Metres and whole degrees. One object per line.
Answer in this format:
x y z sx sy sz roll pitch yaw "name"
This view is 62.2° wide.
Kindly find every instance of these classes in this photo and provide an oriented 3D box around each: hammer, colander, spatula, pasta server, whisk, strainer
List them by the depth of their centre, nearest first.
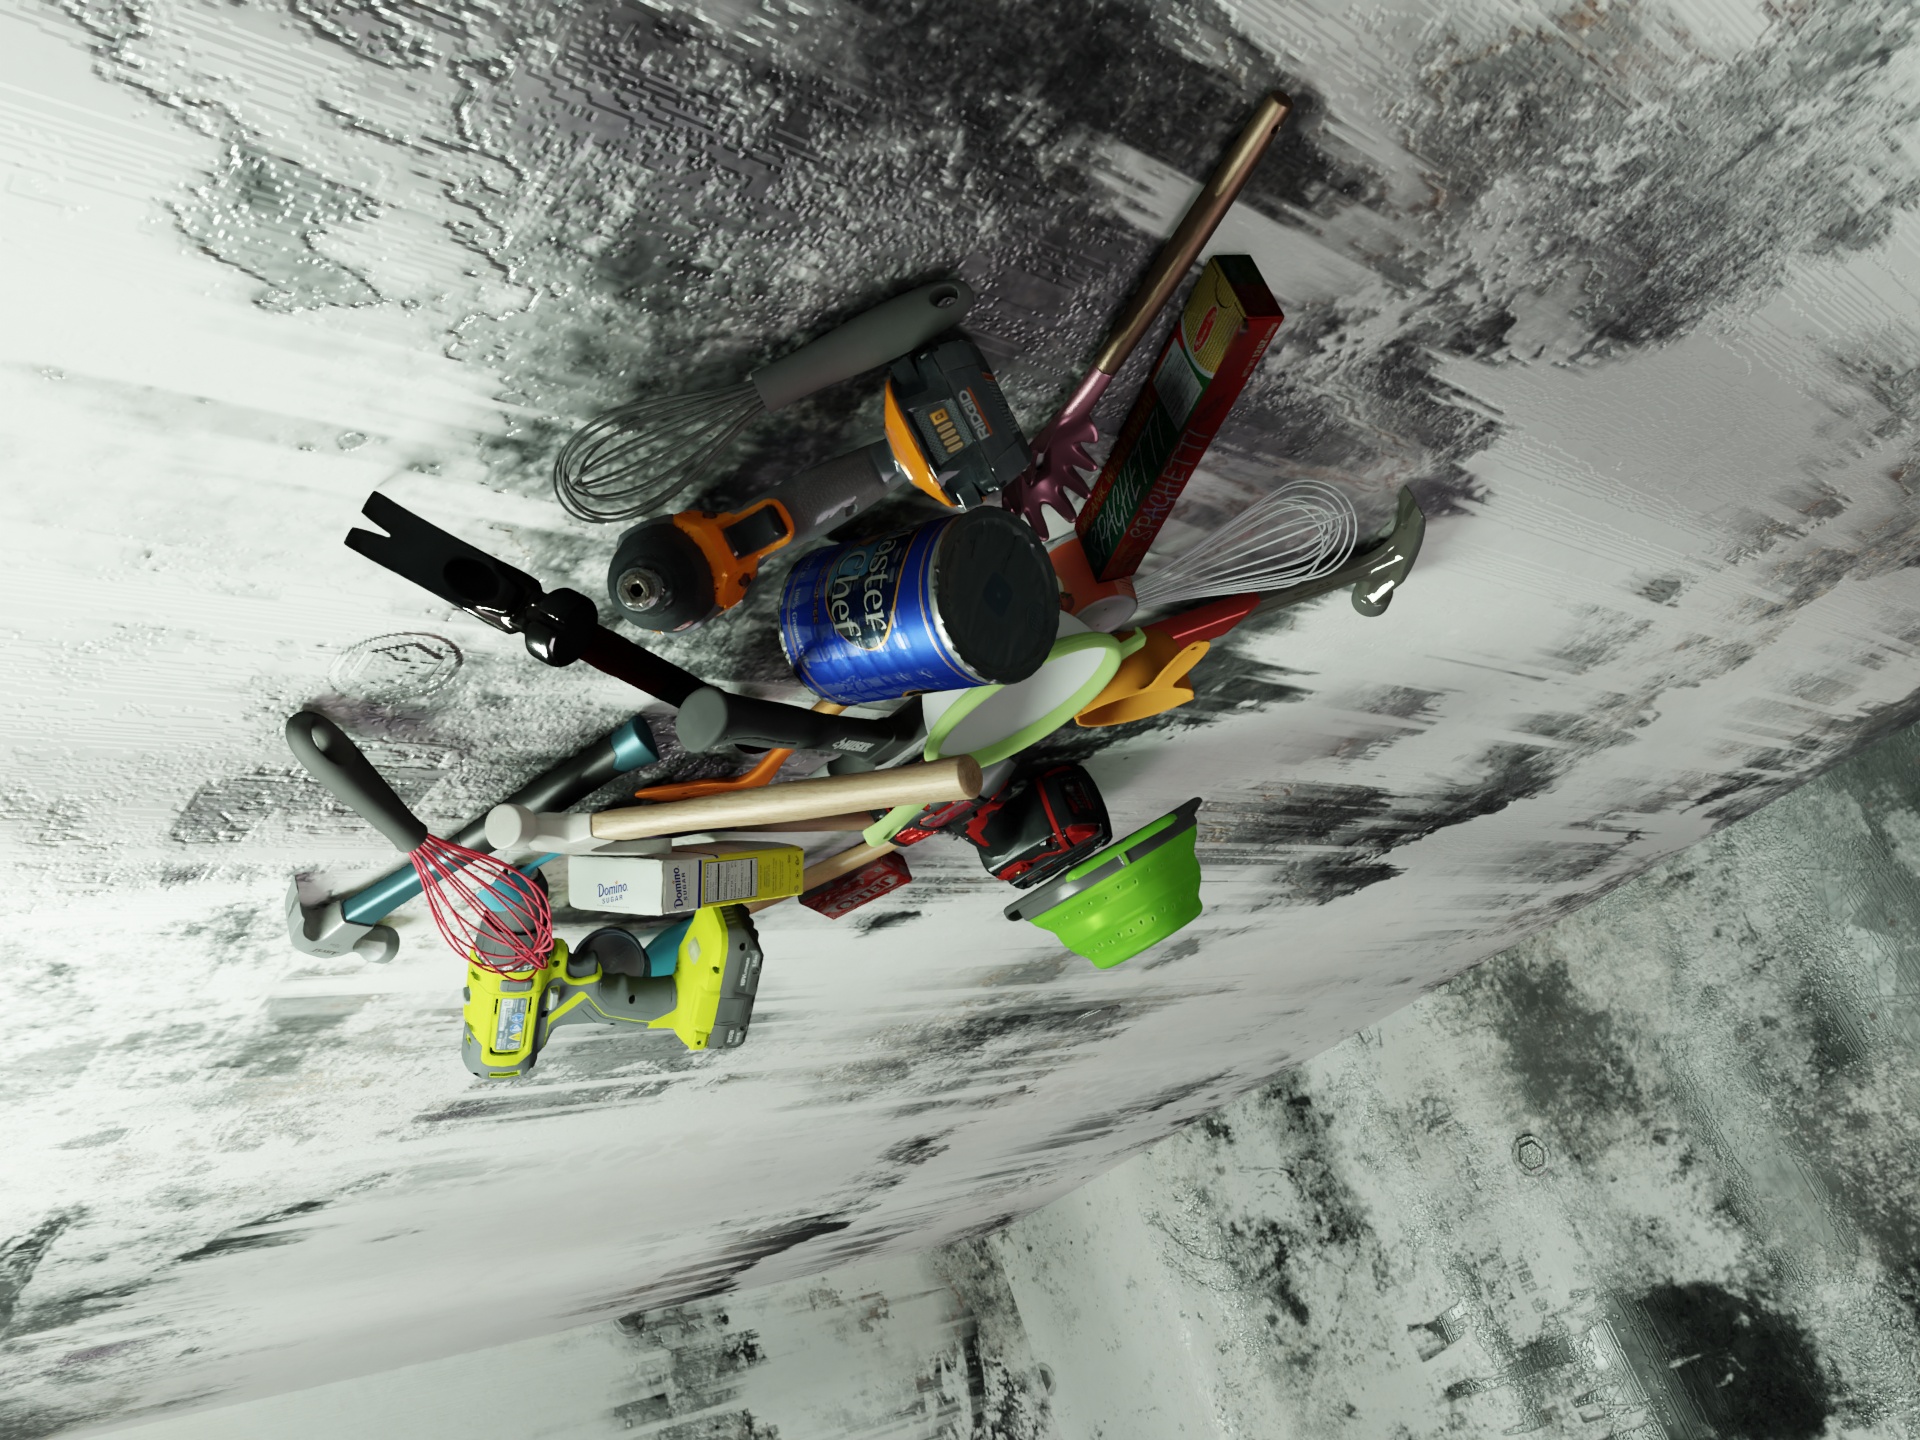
-0.100 -0.167 0.820 0.239 0.055 0.055 -26 155 1 "whisk"
0.099 -0.213 0.894 0.060 0.040 0.316 -18 156 -37 "pasta server"
-0.206 -0.039 0.958 0.038 0.143 0.386 -62 163 -4 "hammer"
-0.140 0.058 1.047 0.331 0.031 0.130 -9 169 23 "hammer"
-0.353 0.088 1.053 0.073 0.073 0.295 -23 138 3 "whisk"
-0.094 0.004 1.061 0.146 0.035 0.334 -37 167 12 "hammer"
-0.002 -0.003 1.093 0.151 0.069 0.256 -10 153 -48 "strainer"
-0.349 0.088 1.142 0.331 0.033 0.128 -30 155 16 "hammer"
0.146 -0.098 1.144 0.284 0.070 0.070 -21 155 11 "whisk"
-0.103 -0.013 1.150 0.322 0.041 0.081 -38 151 23 "spatula"
0.184 -0.077 1.231 0.359 0.037 0.149 -19 155 -7 "hammer"
-0.164 0.084 1.296 0.315 0.018 0.059 1 150 -37 "spatula"
-0.171 0.169 1.414 0.317 0.044 0.082 -26 153 19 "spatula"
0.143 0.170 1.498 0.204 0.094 0.397 -29 174 -8 "colander"

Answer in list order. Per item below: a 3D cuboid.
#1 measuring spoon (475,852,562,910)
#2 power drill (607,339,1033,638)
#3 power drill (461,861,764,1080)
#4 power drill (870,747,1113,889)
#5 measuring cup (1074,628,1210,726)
-0.299 0.108 1.182 0.128 0.021 0.042 -29 174 -6 "measuring spoon"
-0.079 -0.114 0.834 0.226 0.084 0.164 -26 -172 9 "power drill"
-0.283 0.198 1.290 0.228 0.080 0.190 2 120 -25 "power drill"
0.035 0.070 1.363 0.143 0.079 0.219 -32 150 21 "power drill"
0.132 -0.045 1.120 0.095 0.052 0.173 -9 164 -18 "measuring cup"
